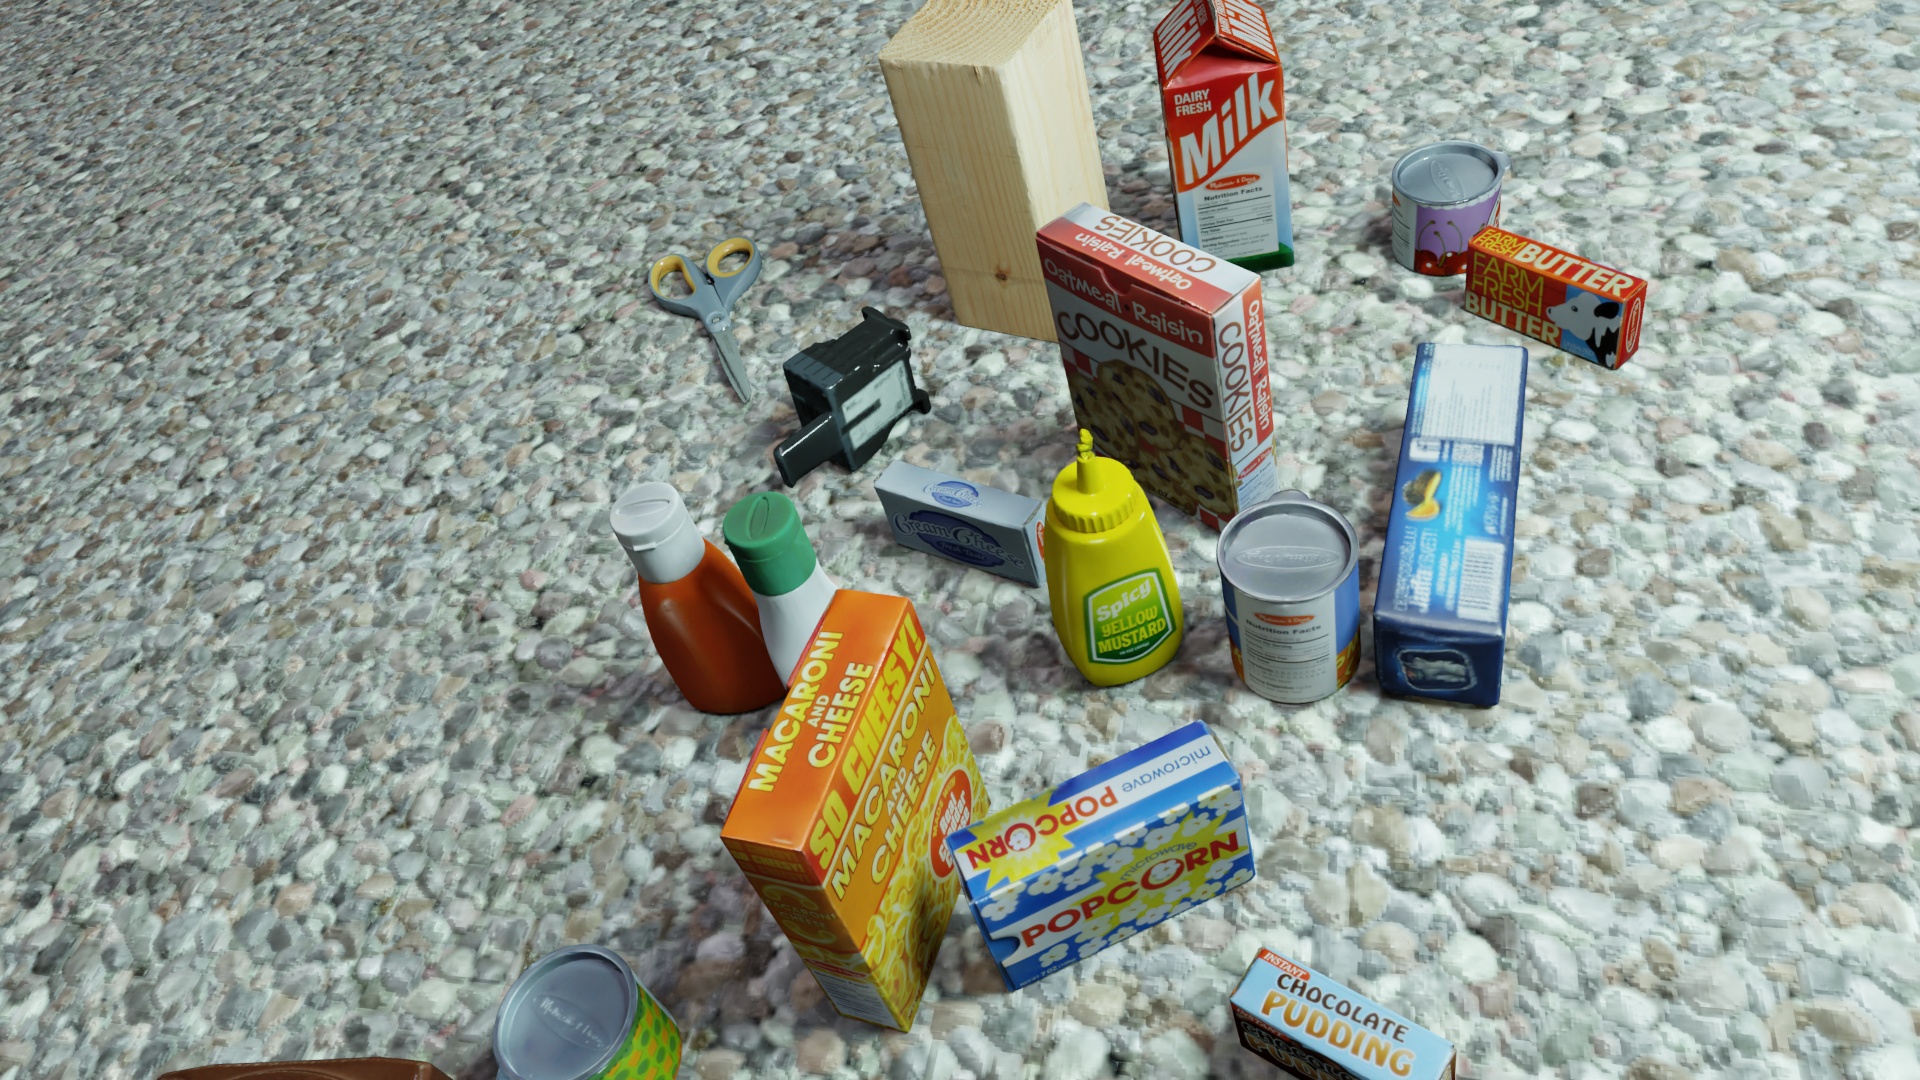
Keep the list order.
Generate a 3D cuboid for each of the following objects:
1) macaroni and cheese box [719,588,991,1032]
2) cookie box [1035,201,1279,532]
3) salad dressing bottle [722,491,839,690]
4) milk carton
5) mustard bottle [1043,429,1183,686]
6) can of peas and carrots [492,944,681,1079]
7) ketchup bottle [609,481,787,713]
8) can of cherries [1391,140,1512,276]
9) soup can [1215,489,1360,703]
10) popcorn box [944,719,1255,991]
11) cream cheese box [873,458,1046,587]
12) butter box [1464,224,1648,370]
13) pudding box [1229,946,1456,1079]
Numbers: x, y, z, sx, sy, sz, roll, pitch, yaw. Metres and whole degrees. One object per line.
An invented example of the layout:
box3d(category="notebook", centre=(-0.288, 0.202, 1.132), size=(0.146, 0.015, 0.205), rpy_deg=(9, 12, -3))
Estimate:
box3d(category="macaroni and cheese box", centre=(-0.039, 0.121, 0.607), size=(0.040, 0.165, 0.124), rpy_deg=(6, 51, 22))
box3d(category="cookie box", centre=(0.109, -0.089, 0.755), size=(0.040, 0.166, 0.123), rpy_deg=(-40, 50, -20))
box3d(category="salad dressing bottle", centre=(-0.080, 0.038, 0.708), size=(0.044, 0.147, 0.064), rpy_deg=(-7, 47, 11))
box3d(category="milk carton", centre=(0.167, -0.265, 0.883), size=(0.073, 0.189, 0.073), rpy_deg=(-9, 47, 9))
box3d(category="mustard bottle", centre=(0.071, 0.007, 0.682), size=(0.065, 0.159, 0.049), rpy_deg=(-22, 46, -3))
box3d(category="can of peas and carrots", centre=(-0.167, 0.227, 0.622), size=(0.071, 0.058, 0.071), rpy_deg=(-9, 47, 9))
box3d(category="ketchup bottle", centre=(-0.138, 0.033, 0.730), size=(0.065, 0.148, 0.044), rpy_deg=(-9, 47, 9))
box3d(category="can of cherries", centre=(0.311, -0.210, 0.881), size=(0.071, 0.058, 0.072), rpy_deg=(-9, 47, 9))
box3d(category="soup can", centre=(0.164, 0.029, 0.687), size=(0.071, 0.083, 0.072), rpy_deg=(-9, 47, 9))
box3d(category="popcorn box", centre=(0.064, 0.140, 0.614), size=(0.127, 0.084, 0.038), rpy_deg=(-24, 46, -5))
box3d(category="cream cheese box", centre=(0.003, -0.010, 0.793), size=(0.104, 0.053, 0.024), rpy_deg=(17, 56, 29))
box3d(category="butter box", centre=(0.345, -0.143, 0.812), size=(0.024, 0.053, 0.104), rpy_deg=(-39, 49, -19))
box3d(category="pudding box", centre=(0.153, 0.202, 0.555), size=(0.084, 0.049, 0.030), rpy_deg=(23, 58, 32))
